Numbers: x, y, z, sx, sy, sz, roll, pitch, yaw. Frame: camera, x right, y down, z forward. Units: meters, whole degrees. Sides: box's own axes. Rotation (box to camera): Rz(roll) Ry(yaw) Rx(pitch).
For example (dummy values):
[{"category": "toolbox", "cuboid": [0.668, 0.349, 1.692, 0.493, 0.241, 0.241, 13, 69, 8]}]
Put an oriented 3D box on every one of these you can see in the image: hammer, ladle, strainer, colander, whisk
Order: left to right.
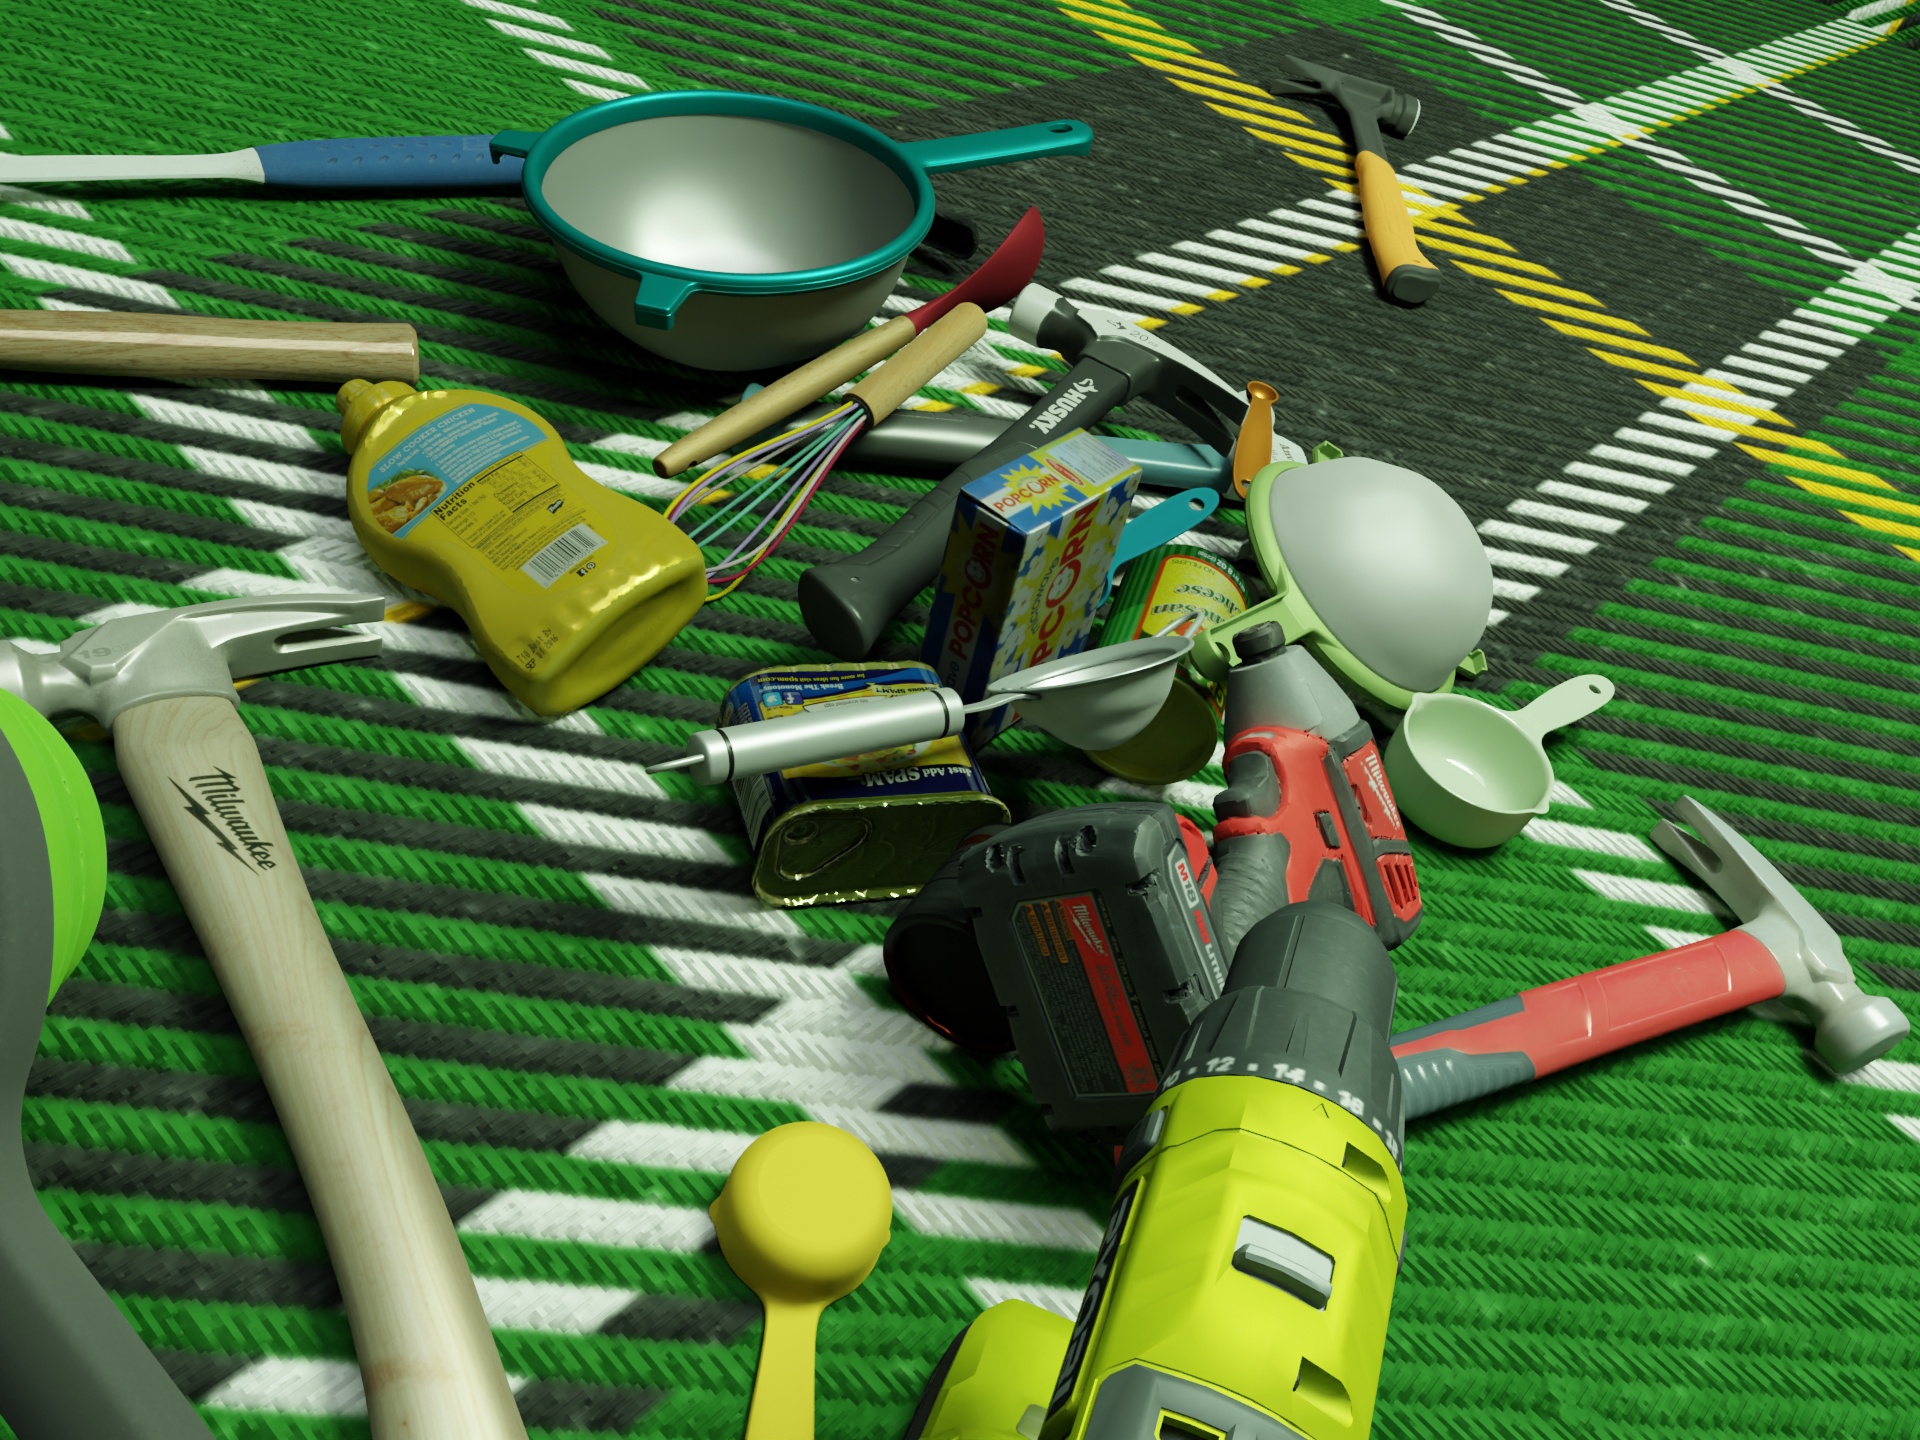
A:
[{"category": "colander", "cuboid": [-0.268, 0.105, 0.446, 0.397, 0.204, 0.094, 49, 13, 6]}, {"category": "hammer", "cuboid": [-0.415, -0.168, 0.708, 0.331, 0.031, 0.130, -3, 48, -24]}, {"category": "hammer", "cuboid": [-0.387, -0.299, 0.846, 0.405, 0.035, 0.144, -13, 53, -31]}, {"category": "hammer", "cuboid": [-0.197, 0.109, 0.513, 0.146, 0.038, 0.411, -14, 54, -33]}, {"category": "whisk", "cuboid": [-0.063, -0.136, 0.776, 0.047, 0.051, 0.245, 49, 57, -8]}, {"category": "strainer", "cuboid": [-0.070, -0.268, 0.880, 0.340, 0.095, 0.211, -20, 51, -29]}, {"category": "ladle", "cuboid": [-0.045, -0.195, 0.822, 0.031, 0.069, 0.315, 44, 51, 6]}, {"category": "strainer", "cuboid": [-0.001, -0.002, 0.610, 0.258, 0.087, 0.050, -11, 95, -33]}, {"category": "hammer", "cuboid": [0.027, -0.121, 0.778, 0.146, 0.035, 0.335, 29, 43, 12]}, {"category": "hammer", "cuboid": [0.039, -0.147, 0.861, 0.331, 0.033, 0.128, 2, 45, -19]}, {"category": "strainer", "cuboid": [0.188, -0.069, 0.754, 0.256, 0.069, 0.151, -24, 79, -52]}, {"category": "hammer", "cuboid": [0.320, -0.425, 1.245, 0.127, 0.034, 0.337, 14, 44, -9]}, {"category": "hammer", "cuboid": [0.224, 0.120, 0.662, 0.386, 0.038, 0.143, -9, 49, -28]}]

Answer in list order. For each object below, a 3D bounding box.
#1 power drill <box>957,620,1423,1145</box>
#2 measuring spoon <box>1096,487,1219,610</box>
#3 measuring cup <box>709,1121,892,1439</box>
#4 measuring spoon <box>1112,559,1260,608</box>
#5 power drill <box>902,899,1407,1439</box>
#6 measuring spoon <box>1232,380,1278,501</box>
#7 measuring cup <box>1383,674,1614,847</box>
[{"category": "power drill", "cuboid": [0.100, 0.052, 0.597, 0.219, 0.078, 0.143, -28, 101, -51]}, {"category": "measuring spoon", "cuboid": [0.085, -0.085, 0.812, 0.128, 0.021, 0.042, -32, 70, -28]}, {"category": "measuring cup", "cuboid": [-0.051, 0.193, 0.487, 0.062, 0.029, 0.157, 12, 42, -10]}, {"category": "measuring spoon", "cuboid": [0.092, -0.071, 0.822, 0.124, 0.018, 0.034, 13, 59, 1]}, {"category": "power drill", "cuboid": [0.043, 0.167, 0.404, 0.080, 0.228, 0.191, 25, 43, 4]}, {"category": "measuring spoon", "cuboid": [0.163, -0.154, 0.885, 0.021, 0.011, 0.117, 20, 45, -3]}, {"category": "measuring cup", "cuboid": [0.273, 0.014, 0.788, 0.167, 0.038, 0.083, -21, 57, -38]}]
